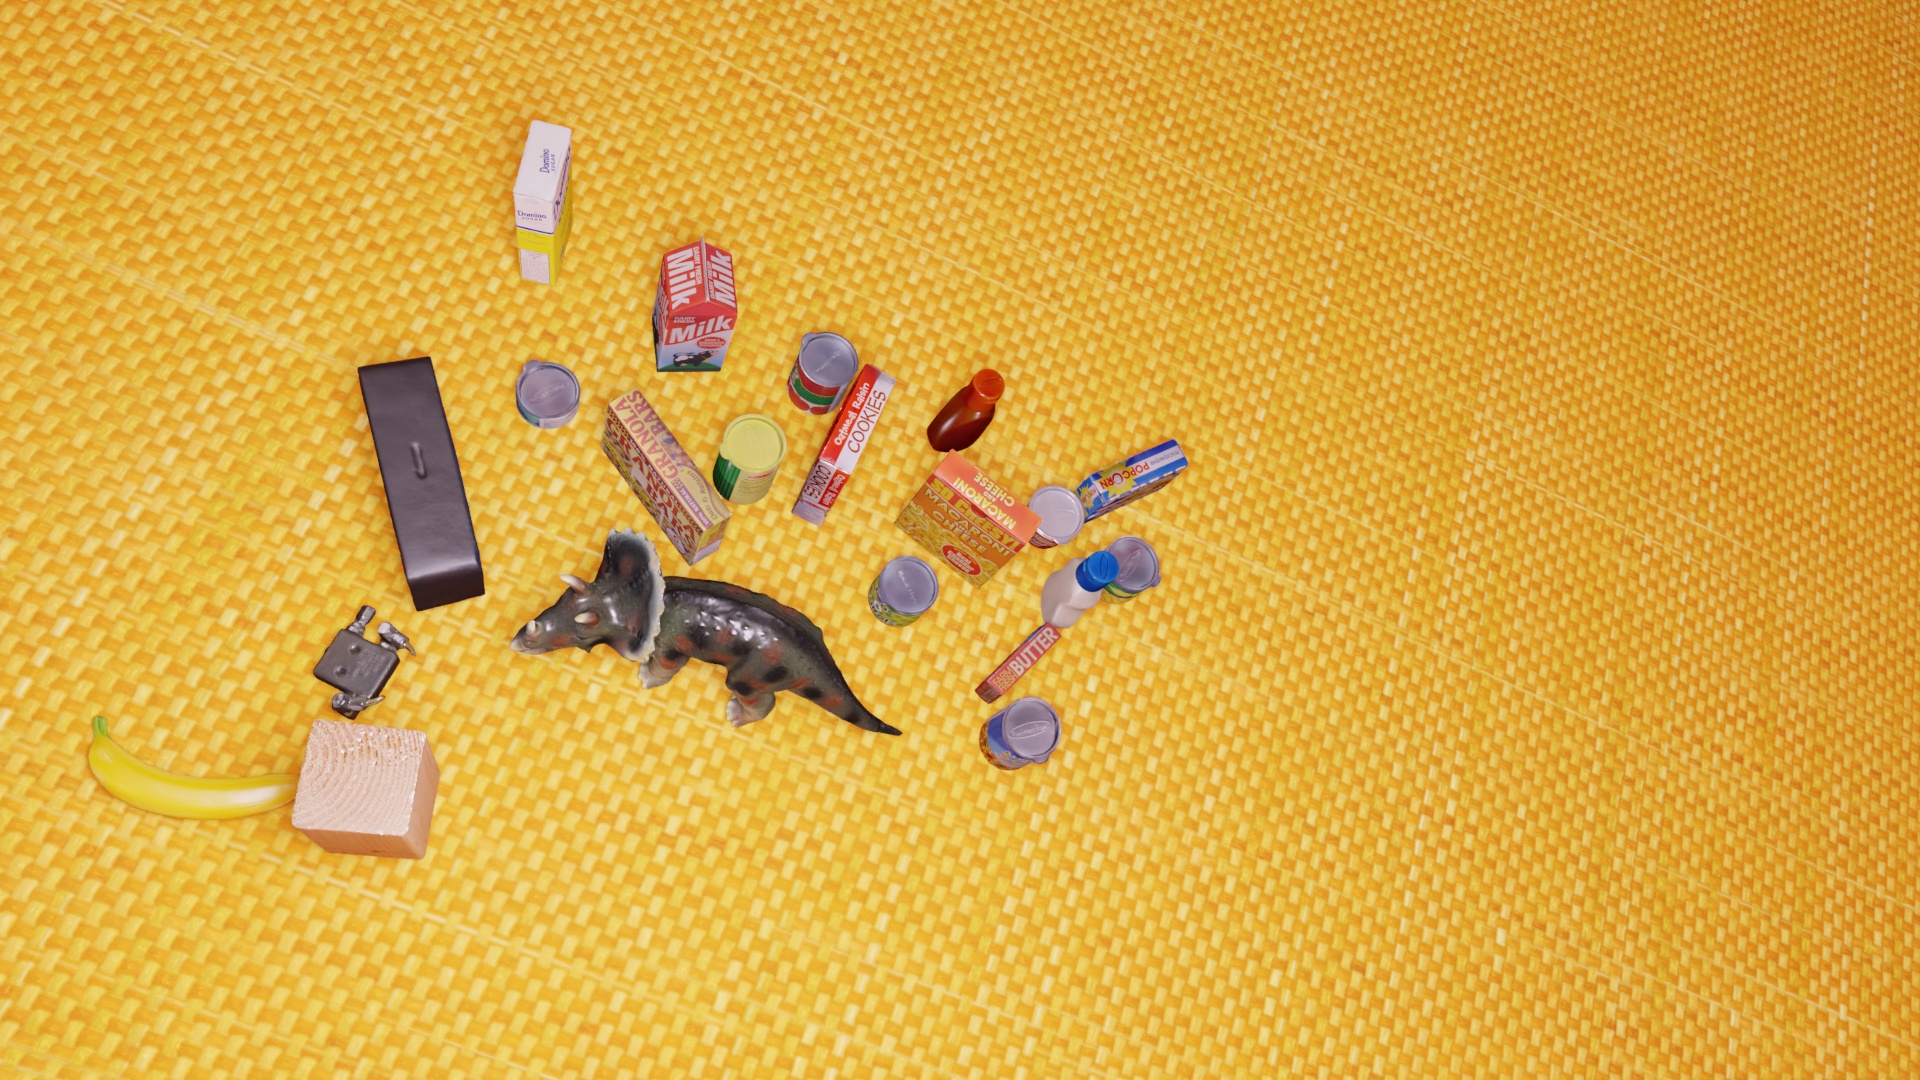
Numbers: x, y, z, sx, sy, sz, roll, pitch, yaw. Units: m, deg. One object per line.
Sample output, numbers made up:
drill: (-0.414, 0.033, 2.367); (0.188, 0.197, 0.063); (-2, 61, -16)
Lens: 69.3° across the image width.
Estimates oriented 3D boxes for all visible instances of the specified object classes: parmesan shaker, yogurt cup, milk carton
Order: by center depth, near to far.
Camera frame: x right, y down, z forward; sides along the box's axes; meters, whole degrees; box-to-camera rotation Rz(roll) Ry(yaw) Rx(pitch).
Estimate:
milk carton: (-0.282, -0.248, 1.477); (0.073, 0.190, 0.072); (-3, 73, -18)
parmesan shaker: (-0.230, -0.085, 1.484); (0.071, 0.102, 0.071); (6, 70, -16)
yogurt cup: (0.102, -0.024, 1.594); (0.072, 0.053, 0.072); (6, 70, -16)

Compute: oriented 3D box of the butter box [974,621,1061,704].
butter box: (0.063, 0.135, 1.527); (0.024, 0.053, 0.104); (47, 65, 2)

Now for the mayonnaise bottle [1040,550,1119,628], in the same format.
mayonnaise bottle: (0.130, 0.050, 1.525); (0.041, 0.147, 0.065); (9, 69, -14)

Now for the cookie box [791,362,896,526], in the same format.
cookie box: (-0.128, -0.100, 1.486); (0.040, 0.166, 0.123); (26, 66, -7)

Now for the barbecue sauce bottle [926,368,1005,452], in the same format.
barbecue sauce bottle: (0.010, -0.145, 1.556); (0.065, 0.148, 0.044); (-15, 77, -21)

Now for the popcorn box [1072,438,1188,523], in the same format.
popcorn box: (0.194, -0.067, 1.621); (0.127, 0.085, 0.038); (-23, 80, -23)

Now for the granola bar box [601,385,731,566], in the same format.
granola bar box: (-0.308, -0.063, 1.440); (0.039, 0.123, 0.165); (-35, 85, -24)

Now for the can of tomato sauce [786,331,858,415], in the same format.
can of tomato sauce: (-0.157, -0.187, 1.554); (0.071, 0.082, 0.071); (6, 70, -16)

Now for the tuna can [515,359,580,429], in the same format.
tuna can: (-0.441, -0.156, 1.481); (0.071, 0.032, 0.071); (6, 70, -16)

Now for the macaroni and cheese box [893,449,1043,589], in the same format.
macaroni and cheese box: (0.005, -0.019, 1.500); (0.124, 0.166, 0.040); (38, 65, -2)

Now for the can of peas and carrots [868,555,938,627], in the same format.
can of peas and carrots: (-0.065, 0.057, 1.510); (0.071, 0.058, 0.071); (6, 70, -16)

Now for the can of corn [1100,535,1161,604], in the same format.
can of corn: (0.189, 0.036, 1.598); (0.071, 0.058, 0.071); (6, 70, -16)

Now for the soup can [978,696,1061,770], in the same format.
soup can: (0.063, 0.210, 1.483); (0.071, 0.083, 0.071); (6, 70, -16)
